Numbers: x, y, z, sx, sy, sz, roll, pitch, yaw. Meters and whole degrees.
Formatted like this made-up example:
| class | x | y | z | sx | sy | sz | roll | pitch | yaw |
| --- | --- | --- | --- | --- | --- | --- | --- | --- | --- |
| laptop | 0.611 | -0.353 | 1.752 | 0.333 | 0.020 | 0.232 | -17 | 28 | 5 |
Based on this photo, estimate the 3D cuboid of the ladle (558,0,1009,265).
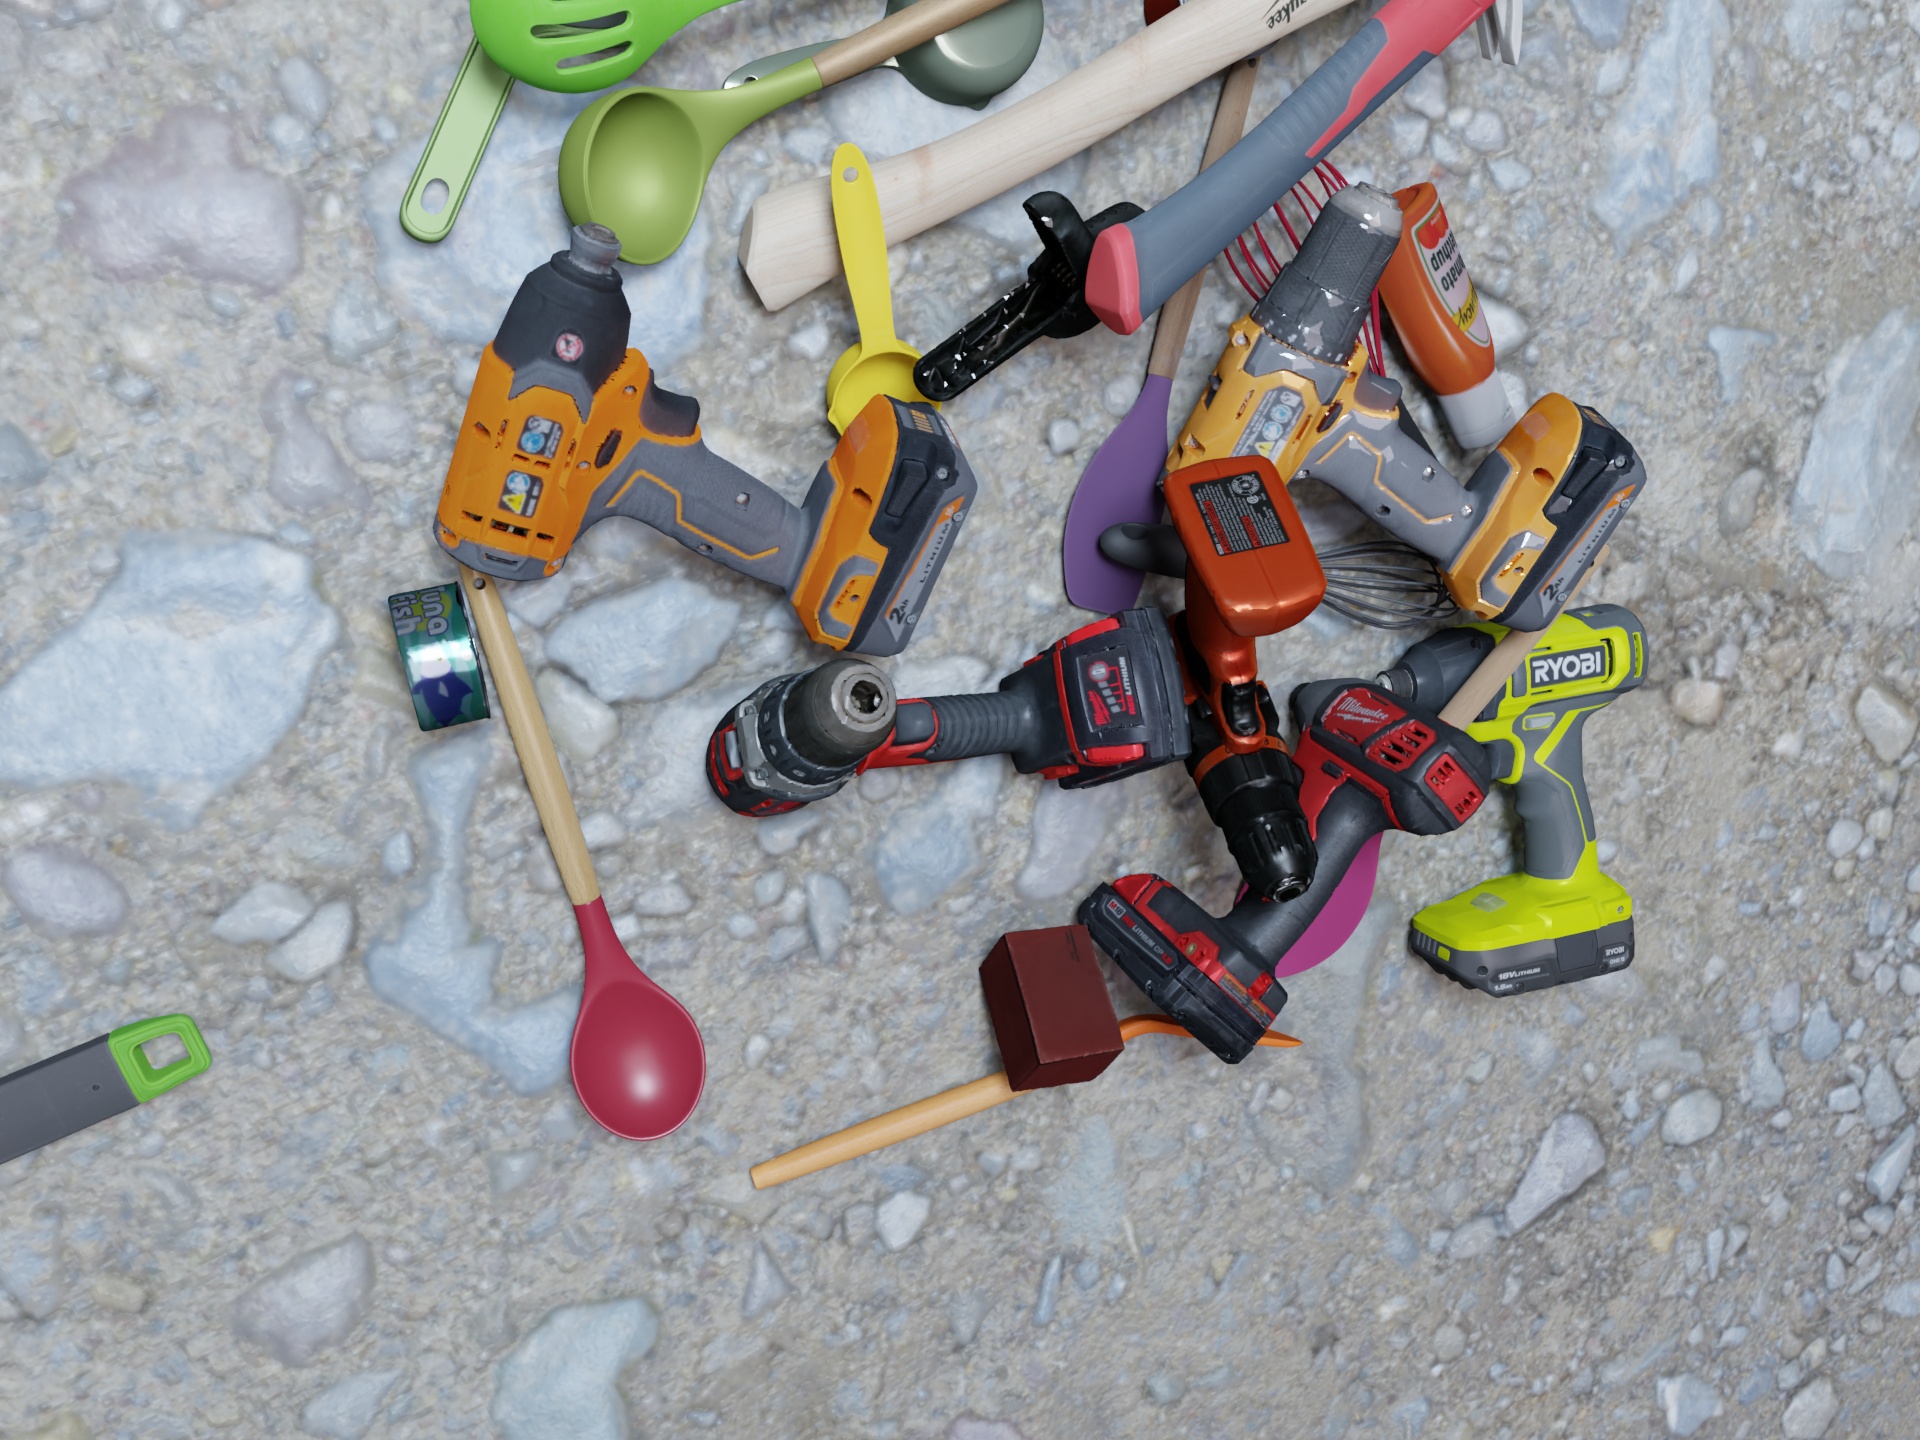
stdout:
| class | x | y | z | sx | sy | sz | roll | pitch | yaw |
| --- | --- | --- | --- | --- | --- | --- | --- | --- | --- |
| ladle | -0.039 | -0.306 | 0.736 | 0.320 | 0.062 | 0.078 | -27 | 140 | -3 |

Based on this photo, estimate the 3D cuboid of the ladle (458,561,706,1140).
| class | x | y | z | sx | sy | sz | roll | pitch | yaw |
| --- | --- | --- | --- | --- | --- | --- | --- | --- | --- |
| ladle | -0.197 | 0.067 | 0.800 | 0.069 | 0.031 | 0.315 | -20 | 106 | -19 |

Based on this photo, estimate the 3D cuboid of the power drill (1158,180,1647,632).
| class | x | y | z | sx | sy | sz | roll | pitch | yaw |
| --- | --- | --- | --- | --- | --- | --- | --- | --- | --- |
| power drill | 0.241 | -0.160 | 0.836 | 0.226 | 0.084 | 0.185 | 20 | 118 | -12 |

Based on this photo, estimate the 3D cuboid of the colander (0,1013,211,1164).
| class | x | y | z | sx | sy | sz | roll | pitch | yaw |
| --- | --- | --- | --- | --- | --- | --- | --- | --- | --- |
| colander | -0.522 | 0.231 | 0.667 | 0.397 | 0.095 | 0.204 | -23 | 109 | -16 |

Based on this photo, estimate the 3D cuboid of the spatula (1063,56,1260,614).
| class | x | y | z | sx | sy | sz | roll | pitch | yaw |
| --- | --- | --- | --- | --- | --- | --- | --- | --- | --- |
| spatula | 0.114 | -0.213 | 0.867 | 0.059 | 0.018 | 0.316 | 12 | 98 | -28 |

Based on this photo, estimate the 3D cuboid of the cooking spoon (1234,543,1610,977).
| class | x | y | z | sx | sy | sz | roll | pitch | yaw |
| --- | --- | --- | --- | --- | --- | --- | --- | --- | --- |
| cooking spoon | 0.269 | 0.024 | 0.933 | 0.069 | 0.017 | 0.319 | 38 | 105 | 5 |

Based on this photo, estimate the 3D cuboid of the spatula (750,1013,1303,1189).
| class | x | y | z | sx | sy | sz | roll | pitch | yaw |
| --- | --- | --- | --- | --- | --- | --- | --- | --- | --- |
| spatula | 0.038 | 0.216 | 0.915 | 0.322 | 0.081 | 0.041 | -17 | 91 | -12 |

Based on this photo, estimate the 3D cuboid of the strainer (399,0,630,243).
| class | x | y | z | sx | sy | sz | roll | pitch | yaw |
| --- | --- | --- | --- | --- | --- | --- | --- | --- | --- |
| strainer | -0.185 | -0.330 | 0.694 | 0.151 | 0.069 | 0.256 | 24 | 91 | -25 |

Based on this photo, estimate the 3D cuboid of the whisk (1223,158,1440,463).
| class | x | y | z | sx | sy | sz | roll | pitch | yaw |
| --- | --- | --- | --- | --- | --- | --- | --- | --- | --- |
| whisk | 0.227 | -0.198 | 0.893 | 0.073 | 0.073 | 0.295 | -43 | 121 | -8 |

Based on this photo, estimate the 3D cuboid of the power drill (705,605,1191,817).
| class | x | y | z | sx | sy | sz | roll | pitch | yaw |
| --- | --- | --- | --- | --- | --- | --- | --- | --- | --- |
| power drill | -0.001 | -0.002 | 0.779 | 0.226 | 0.188 | 0.080 | -7 | 82 | -23 |

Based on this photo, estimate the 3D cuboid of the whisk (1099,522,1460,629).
| class | x | y | z | sx | sy | sz | roll | pitch | yaw |
| --- | --- | --- | --- | --- | --- | --- | --- | --- | --- |
| whisk | 0.186 | -0.088 | 0.905 | 0.238 | 0.055 | 0.055 | 6 | 99 | -23 |

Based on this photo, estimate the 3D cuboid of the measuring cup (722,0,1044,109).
| class | x | y | z | sx | sy | sz | roll | pitch | yaw |
| --- | --- | --- | --- | --- | --- | --- | --- | --- | --- |
| measuring cup | -0.034 | -0.329 | 0.771 | 0.167 | 0.038 | 0.083 | -24 | 109 | -18 |

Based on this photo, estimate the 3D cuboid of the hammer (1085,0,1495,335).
| class | x | y | z | sx | sy | sz | roll | pitch | yaw |
| --- | --- | --- | --- | --- | --- | --- | --- | --- | --- |
| hammer | 0.216 | -0.311 | 0.756 | 0.386 | 0.038 | 0.143 | -43 | 126 | -3 |

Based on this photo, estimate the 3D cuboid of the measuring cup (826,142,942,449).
| class | x | y | z | sx | sy | sz | roll | pitch | yaw |
| --- | --- | --- | --- | --- | --- | --- | --- | --- | --- |
| measuring cup | -0.046 | -0.205 | 0.774 | 0.062 | 0.029 | 0.156 | -15 | 126 | -9 |

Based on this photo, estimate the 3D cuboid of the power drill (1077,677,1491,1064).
| class | x | y | z | sx | sy | sz | roll | pitch | yaw |
| --- | --- | --- | --- | --- | --- | --- | --- | --- | --- |
| power drill | 0.178 | 0.070 | 0.895 | 0.219 | 0.143 | 0.078 | -47 | 122 | 1 |

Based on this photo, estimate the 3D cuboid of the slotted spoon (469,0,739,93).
| class | x | y | z | sx | sy | sz | roll | pitch | yaw |
| --- | --- | --- | --- | --- | --- | --- | --- | --- | --- |
| slotted spoon | -0.064 | -0.342 | 0.715 | 0.314 | 0.031 | 0.070 | -24 | 142 | -22 |

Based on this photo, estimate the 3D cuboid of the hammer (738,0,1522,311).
| class | x | y | z | sx | sy | sz | roll | pitch | yaw |
| --- | --- | --- | --- | --- | --- | --- | --- | --- | --- |
| hammer | 0.083 | -0.303 | 0.780 | 0.410 | 0.038 | 0.146 | -28 | 122 | 0 |

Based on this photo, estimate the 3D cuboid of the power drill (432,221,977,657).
| class | x | y | z | sx | sy | sz | roll | pitch | yaw |
| --- | --- | --- | --- | --- | --- | --- | --- | --- | --- |
| power drill | -0.112 | -0.125 | 0.740 | 0.226 | 0.084 | 0.164 | 13 | 120 | -23 |

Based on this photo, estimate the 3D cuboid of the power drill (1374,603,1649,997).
| class | x | y | z | sx | sy | sz | roll | pitch | yaw |
| --- | --- | --- | --- | --- | --- | --- | --- | --- | --- |
| power drill | 0.340 | 0.048 | 0.986 | 0.171 | 0.080 | 0.223 | -9 | 102 | -15 |
